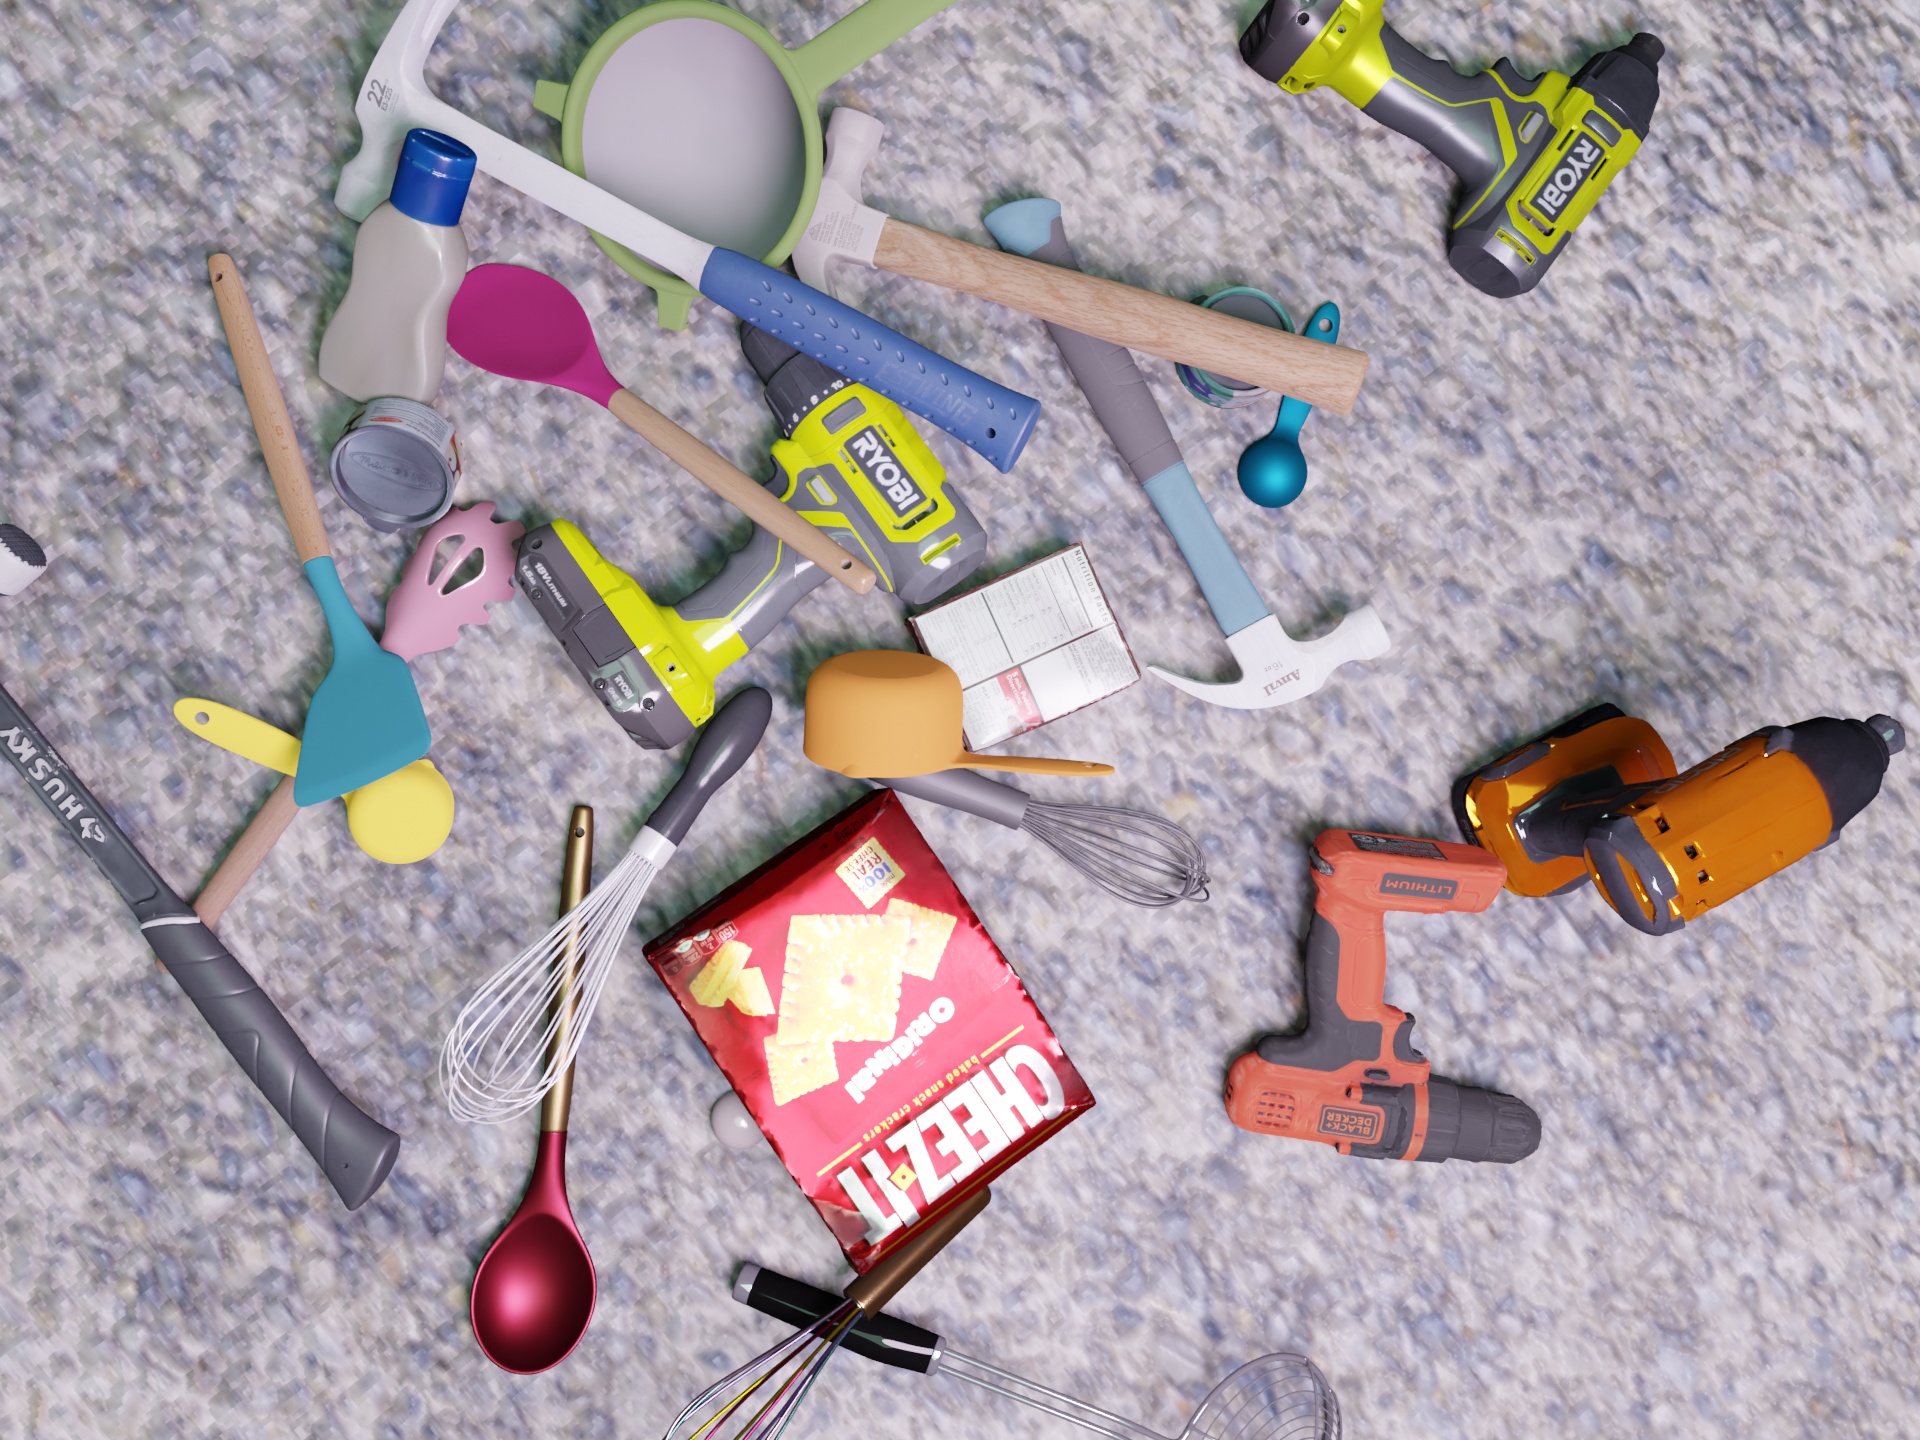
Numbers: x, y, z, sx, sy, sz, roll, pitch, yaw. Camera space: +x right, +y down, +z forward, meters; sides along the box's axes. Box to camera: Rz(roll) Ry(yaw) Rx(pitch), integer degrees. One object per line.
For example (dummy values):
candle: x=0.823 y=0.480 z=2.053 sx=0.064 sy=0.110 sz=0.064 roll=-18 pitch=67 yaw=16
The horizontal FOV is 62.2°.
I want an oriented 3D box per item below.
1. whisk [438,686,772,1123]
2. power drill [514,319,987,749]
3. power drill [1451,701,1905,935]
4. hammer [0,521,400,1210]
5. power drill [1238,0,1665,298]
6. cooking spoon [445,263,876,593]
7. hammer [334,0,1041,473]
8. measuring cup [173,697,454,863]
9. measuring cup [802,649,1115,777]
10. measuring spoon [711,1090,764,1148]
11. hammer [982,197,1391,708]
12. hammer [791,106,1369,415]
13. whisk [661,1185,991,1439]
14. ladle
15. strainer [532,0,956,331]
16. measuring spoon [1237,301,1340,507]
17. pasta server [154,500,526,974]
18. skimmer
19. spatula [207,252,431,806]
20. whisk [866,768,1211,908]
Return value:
whisk: x=-0.189 y=0.096 z=0.875 sx=0.070 sy=0.070 sz=0.285 roll=35 pitch=76 yaw=-5
power drill: x=-0.125 y=-0.110 z=0.882 sx=0.228 sy=0.080 sz=0.190 roll=-35 pitch=83 yaw=-7
power drill: x=0.379 y=0.041 z=0.854 sx=0.164 sy=0.226 sz=0.084 roll=-28 pitch=93 yaw=-5
hammer: x=-0.444 y=0.097 z=0.858 sx=0.149 sy=0.036 sz=0.409 roll=-38 pitch=91 yaw=4
power drill: x=0.291 y=-0.380 z=0.923 sx=0.223 sy=0.080 sz=0.171 roll=36 pitch=88 yaw=-8
cooking spoon: x=-0.165 y=-0.158 z=0.849 sx=0.319 sy=0.017 sz=0.069 roll=37 pitch=74 yaw=20
hammer: x=-0.141 y=-0.249 z=0.842 sx=0.405 sy=0.035 sz=0.144 roll=29 pitch=115 yaw=4
measuring cup: x=-0.348 y=0.030 z=0.858 sx=0.156 sy=0.029 sz=0.062 roll=30 pitch=95 yaw=-27
measuring cup: x=-0.001 y=-0.003 z=0.852 sx=0.173 sy=0.095 sz=0.052 roll=6 pitch=107 yaw=17
measuring spoon: x=-0.082 y=0.225 z=0.917 sx=0.124 sy=0.018 sz=0.034 roll=-7 pitch=91 yaw=-6
hammer: x=0.111 y=-0.155 z=0.916 sx=0.128 sy=0.033 sz=0.331 roll=-29 pitch=89 yaw=10
hammer: x=0.061 y=-0.232 z=0.885 sx=0.331 sy=0.031 sz=0.130 roll=20 pitch=98 yaw=9
whisk: x=-0.071 y=0.336 z=0.867 sx=0.245 sy=0.047 sz=0.051 roll=-37 pitch=66 yaw=-27
ladle: x=-0.229 y=0.205 z=0.900 sx=0.069 sy=0.031 sz=0.315 roll=6 pitch=88 yaw=-8
strainer: x=-0.094 y=-0.335 z=0.857 sx=0.256 sy=0.069 sz=0.151 roll=-26 pitch=100 yaw=21
measuring spoon: x=0.201 y=-0.188 z=0.939 sx=0.042 sy=0.021 sz=0.128 roll=19 pitch=90 yaw=-5
pasta server: x=-0.350 y=0.010 z=0.889 sx=0.060 sy=0.040 sz=0.316 roll=36 pitch=91 yaw=-5
skimmer: x=0.045 y=0.381 z=0.925 sx=0.363 sy=0.090 sz=0.127 roll=19 pitch=92 yaw=5
spatula: x=-0.359 y=-0.112 z=0.858 sx=0.082 sy=0.044 sz=0.317 roll=-22 pitch=83 yaw=9
whisk: x=0.034 y=0.054 z=0.913 sx=0.239 sy=0.055 sz=0.055 roll=21 pitch=88 yaw=-1
